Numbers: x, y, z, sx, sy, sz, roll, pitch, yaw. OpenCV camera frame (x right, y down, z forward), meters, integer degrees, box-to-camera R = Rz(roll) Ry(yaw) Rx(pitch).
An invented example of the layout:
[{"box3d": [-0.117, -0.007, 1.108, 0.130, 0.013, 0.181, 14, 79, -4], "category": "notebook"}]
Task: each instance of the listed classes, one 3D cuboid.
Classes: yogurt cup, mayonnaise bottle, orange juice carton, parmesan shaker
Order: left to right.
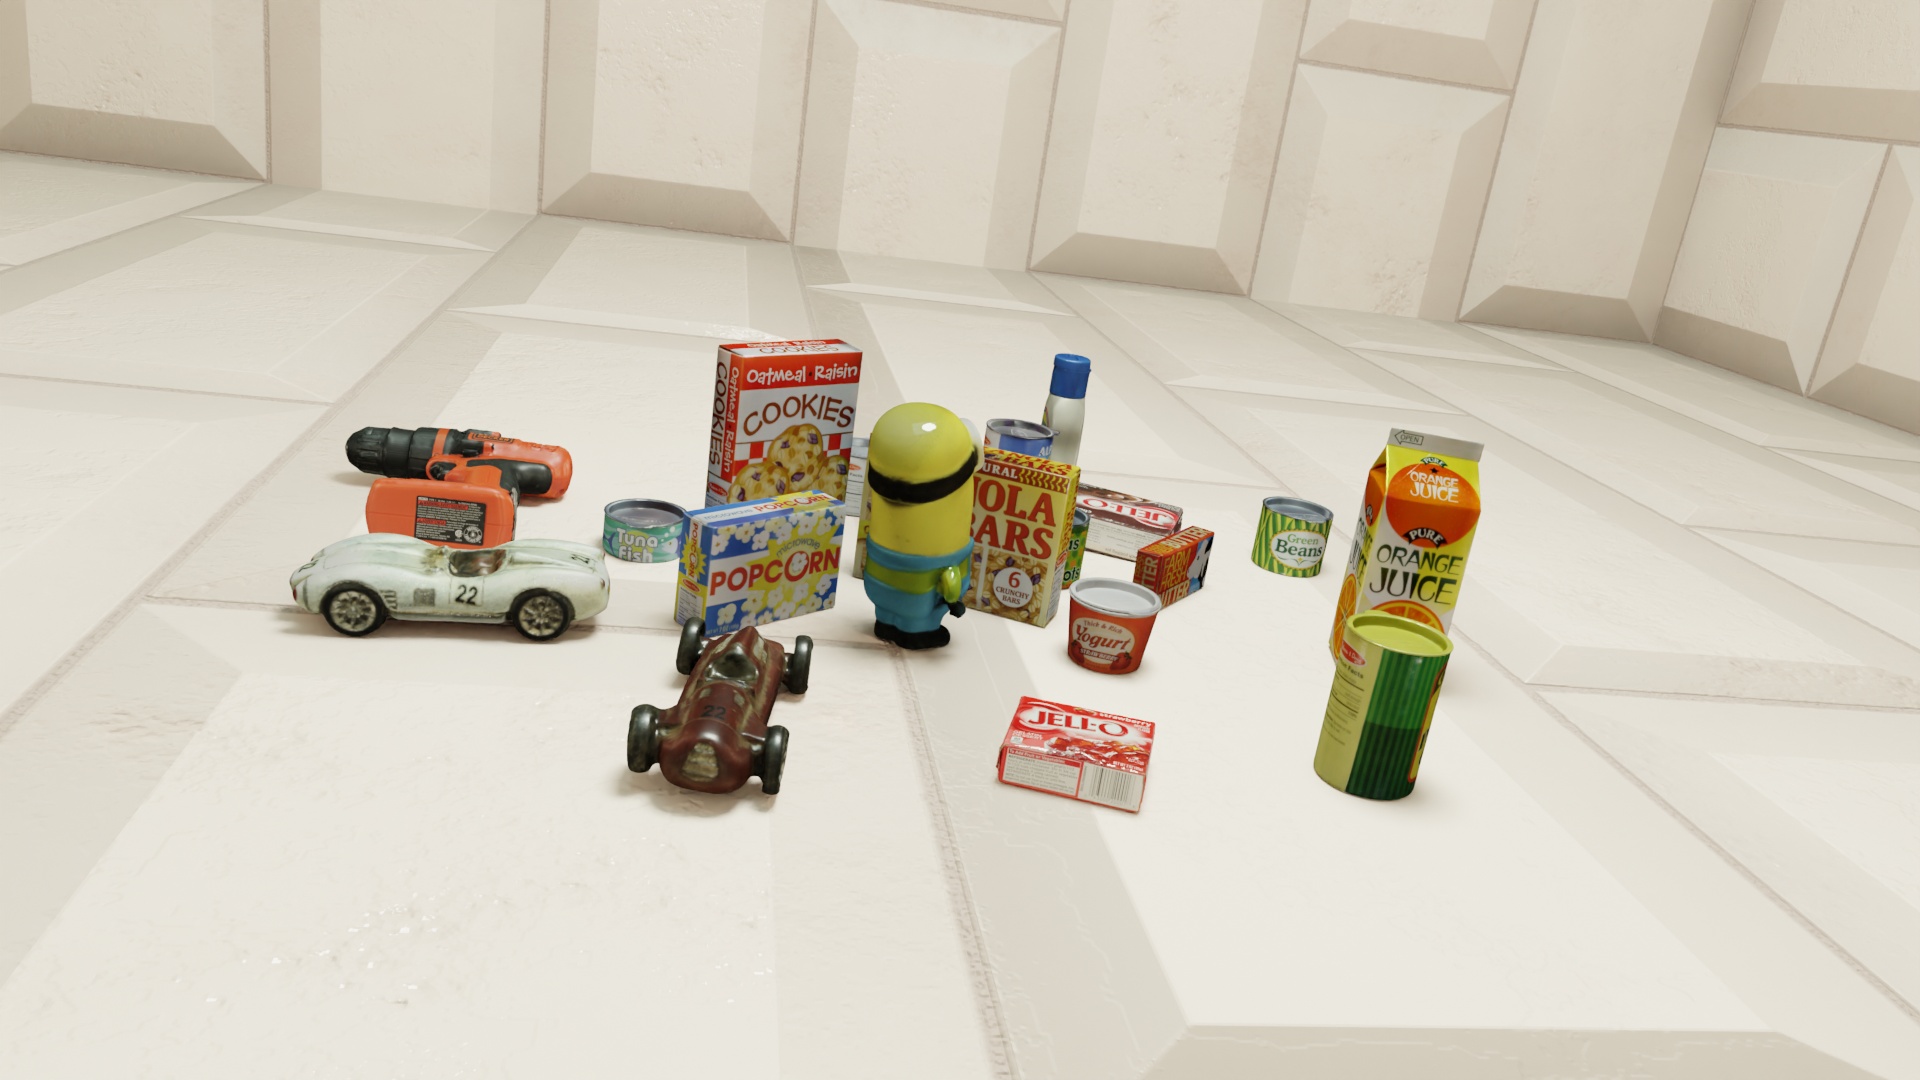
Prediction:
[{"box3d": [0.099, -0.109, 1.373, 0.041, 0.147, 0.065, 6, 19, -8], "category": "mayonnaise bottle"}, {"box3d": [0.110, 0.063, 1.022, 0.072, 0.053, 0.072, 7, 19, -2], "category": "yogurt cup"}, {"box3d": [0.270, 0.105, 0.893, 0.071, 0.102, 0.071, 7, 19, -2], "category": "parmesan shaker"}, {"box3d": [0.340, 0.012, 1.055, 0.072, 0.192, 0.073, 10, 18, 4], "category": "orange juice carton"}]

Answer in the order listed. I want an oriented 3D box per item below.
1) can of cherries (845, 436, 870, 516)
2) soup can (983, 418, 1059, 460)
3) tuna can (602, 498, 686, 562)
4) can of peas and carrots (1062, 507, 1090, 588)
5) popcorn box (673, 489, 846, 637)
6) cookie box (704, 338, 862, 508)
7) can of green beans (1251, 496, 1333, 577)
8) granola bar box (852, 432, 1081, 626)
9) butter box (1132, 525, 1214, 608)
[{"box3d": [-0.093, -0.060, 1.287, 0.071, 0.058, 0.072, 7, 19, -2], "category": "can of cherries"}, {"box3d": [0.054, -0.068, 1.334, 0.071, 0.083, 0.071, 7, 19, -2], "category": "soup can"}, {"box3d": [-0.252, -0.007, 1.108, 0.071, 0.032, 0.071, 7, 19, -2], "category": "tuna can"}, {"box3d": [0.074, 0.004, 1.172, 0.071, 0.058, 0.071, 7, 19, -2], "category": "can of peas and carrots"}, {"box3d": [-0.144, 0.015, 1.008, 0.038, 0.085, 0.127, 23, 24, 38], "category": "popcorn box"}, {"box3d": [-0.149, -0.081, 1.157, 0.123, 0.166, 0.040, -10, 26, -43], "category": "cookie box"}, {"box3d": [0.309, -0.004, 1.294, 0.071, 0.057, 0.071, 7, 19, -2], "category": "can of green beans"}, {"box3d": [0.004, -0.014, 1.093, 0.165, 0.123, 0.039, 14, 19, 17], "category": "granola bar box"}, {"box3d": [0.178, 0.024, 1.168, 0.024, 0.053, 0.104, 20, 22, 31], "category": "butter box"}]
